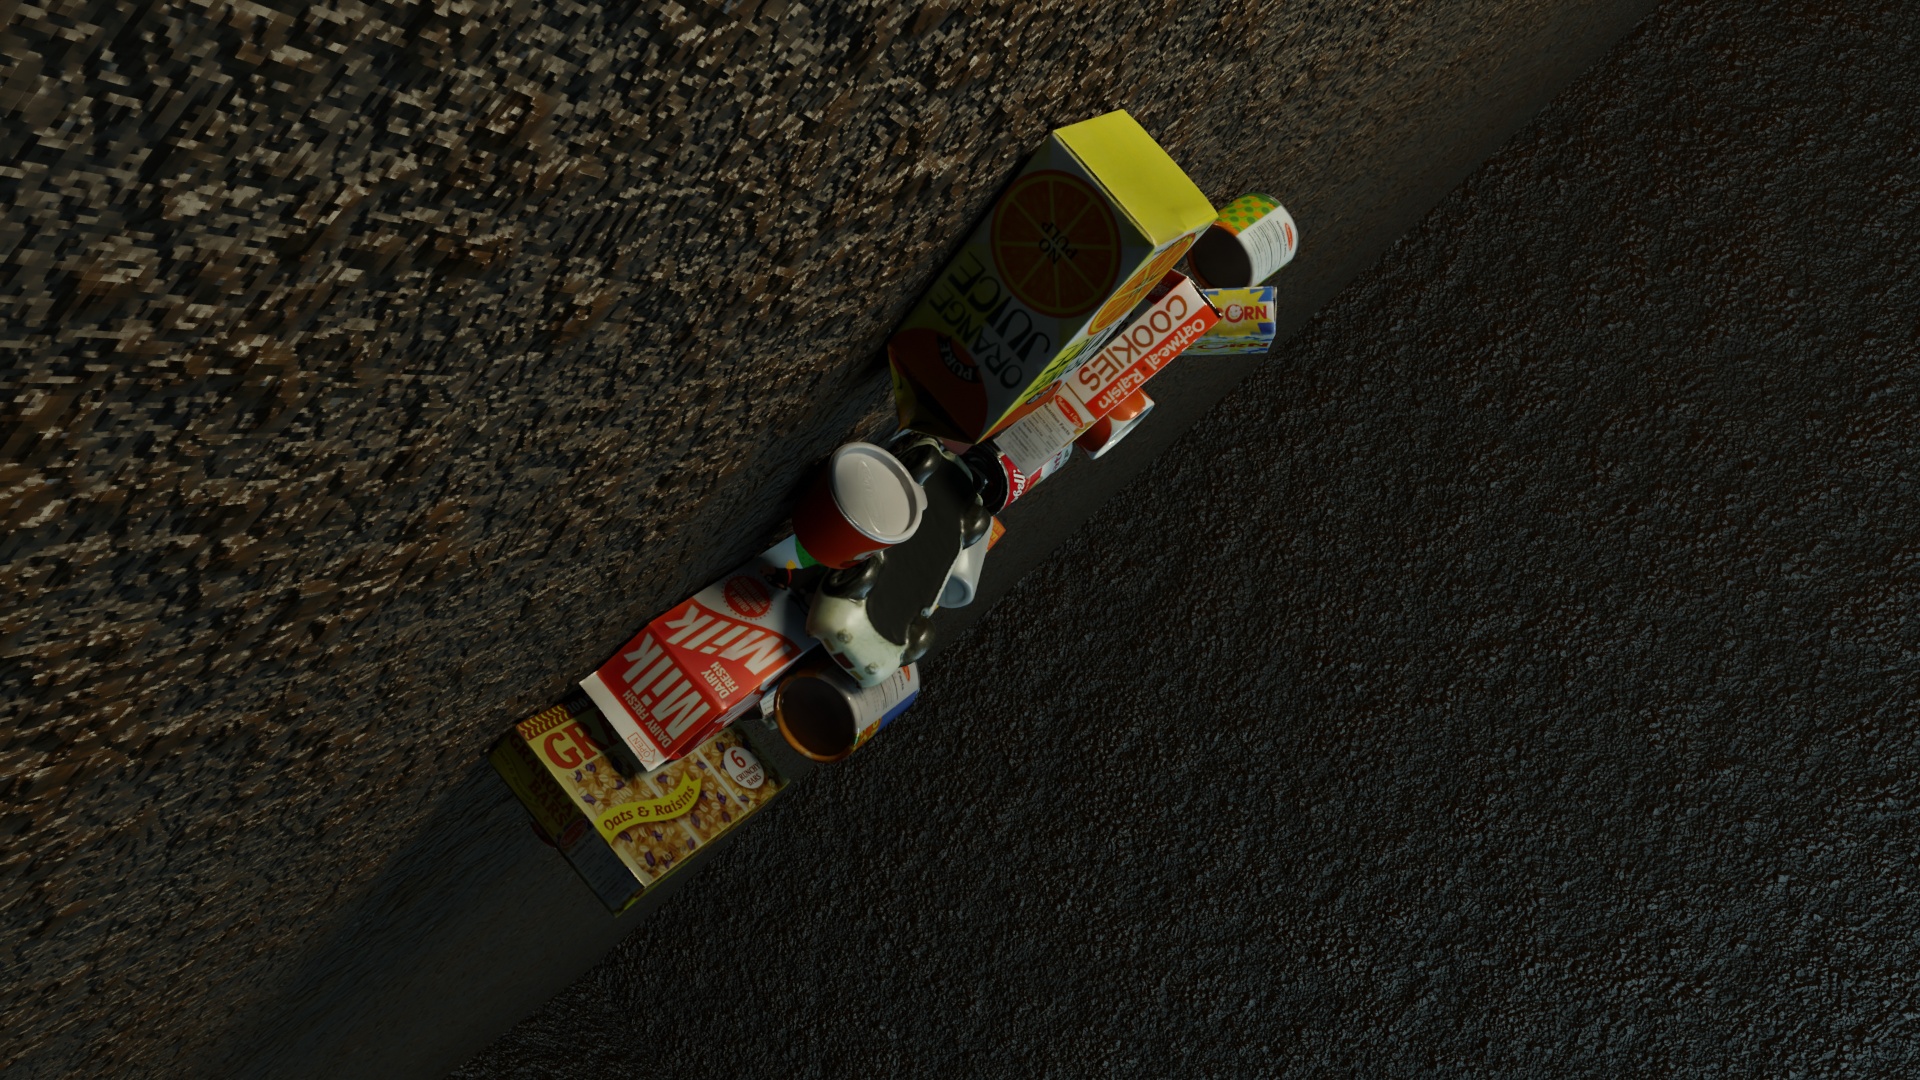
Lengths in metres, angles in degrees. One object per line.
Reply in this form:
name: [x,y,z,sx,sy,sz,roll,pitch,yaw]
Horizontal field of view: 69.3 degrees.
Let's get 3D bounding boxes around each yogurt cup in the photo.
yogurt cup: [-0.066,-0.018,0.841,0.053,0.072,0.073,-36,178,40]

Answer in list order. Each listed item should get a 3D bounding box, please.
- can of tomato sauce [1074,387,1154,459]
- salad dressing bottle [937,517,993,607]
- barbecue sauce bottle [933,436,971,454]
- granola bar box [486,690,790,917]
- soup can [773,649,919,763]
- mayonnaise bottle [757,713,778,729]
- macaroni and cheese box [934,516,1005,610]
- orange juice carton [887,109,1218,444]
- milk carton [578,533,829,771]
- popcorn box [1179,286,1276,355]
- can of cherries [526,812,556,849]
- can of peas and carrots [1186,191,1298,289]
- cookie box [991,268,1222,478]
can of tomato sauce: [0.097,-0.113,1.067,0.071,0.083,0.071,-41,174,-5]
salad dressing bottle: [0.004,-0.014,1.109,0.064,0.044,0.148,91,11,-46]
barbecue sauce bottle: [0.037,-0.117,0.864,0.148,0.044,0.065,-43,174,8]
granola bar box: [-0.198,0.146,0.880,0.039,0.124,0.166,-44,173,26]
soup can: [-0.077,0.104,0.926,0.071,0.071,0.084,-45,173,30]
mayonnaise bottle: [-0.145,0.114,1.284,0.041,0.065,0.149,-42,178,36]
macaroni and cheese box: [-0.046,0.043,1.242,0.167,0.040,0.123,-47,-168,-23]
orange juice carton: [0.032,-0.117,0.699,0.072,0.073,0.191,-34,171,-49]
milk carton: [-0.152,0.072,0.894,0.191,0.072,0.073,-34,171,-46]
popcorn box: [0.175,-0.166,1.063,0.127,0.038,0.085,-1,178,8]
can of cherries: [-0.266,0.186,0.996,0.071,0.071,0.058,-42,173,5]
can of peas and carrots: [0.217,-0.229,1.082,0.059,0.071,0.070,-37,172,-30]
cookie box: [0.094,-0.122,0.968,0.167,0.040,0.123,-39,-165,8]
